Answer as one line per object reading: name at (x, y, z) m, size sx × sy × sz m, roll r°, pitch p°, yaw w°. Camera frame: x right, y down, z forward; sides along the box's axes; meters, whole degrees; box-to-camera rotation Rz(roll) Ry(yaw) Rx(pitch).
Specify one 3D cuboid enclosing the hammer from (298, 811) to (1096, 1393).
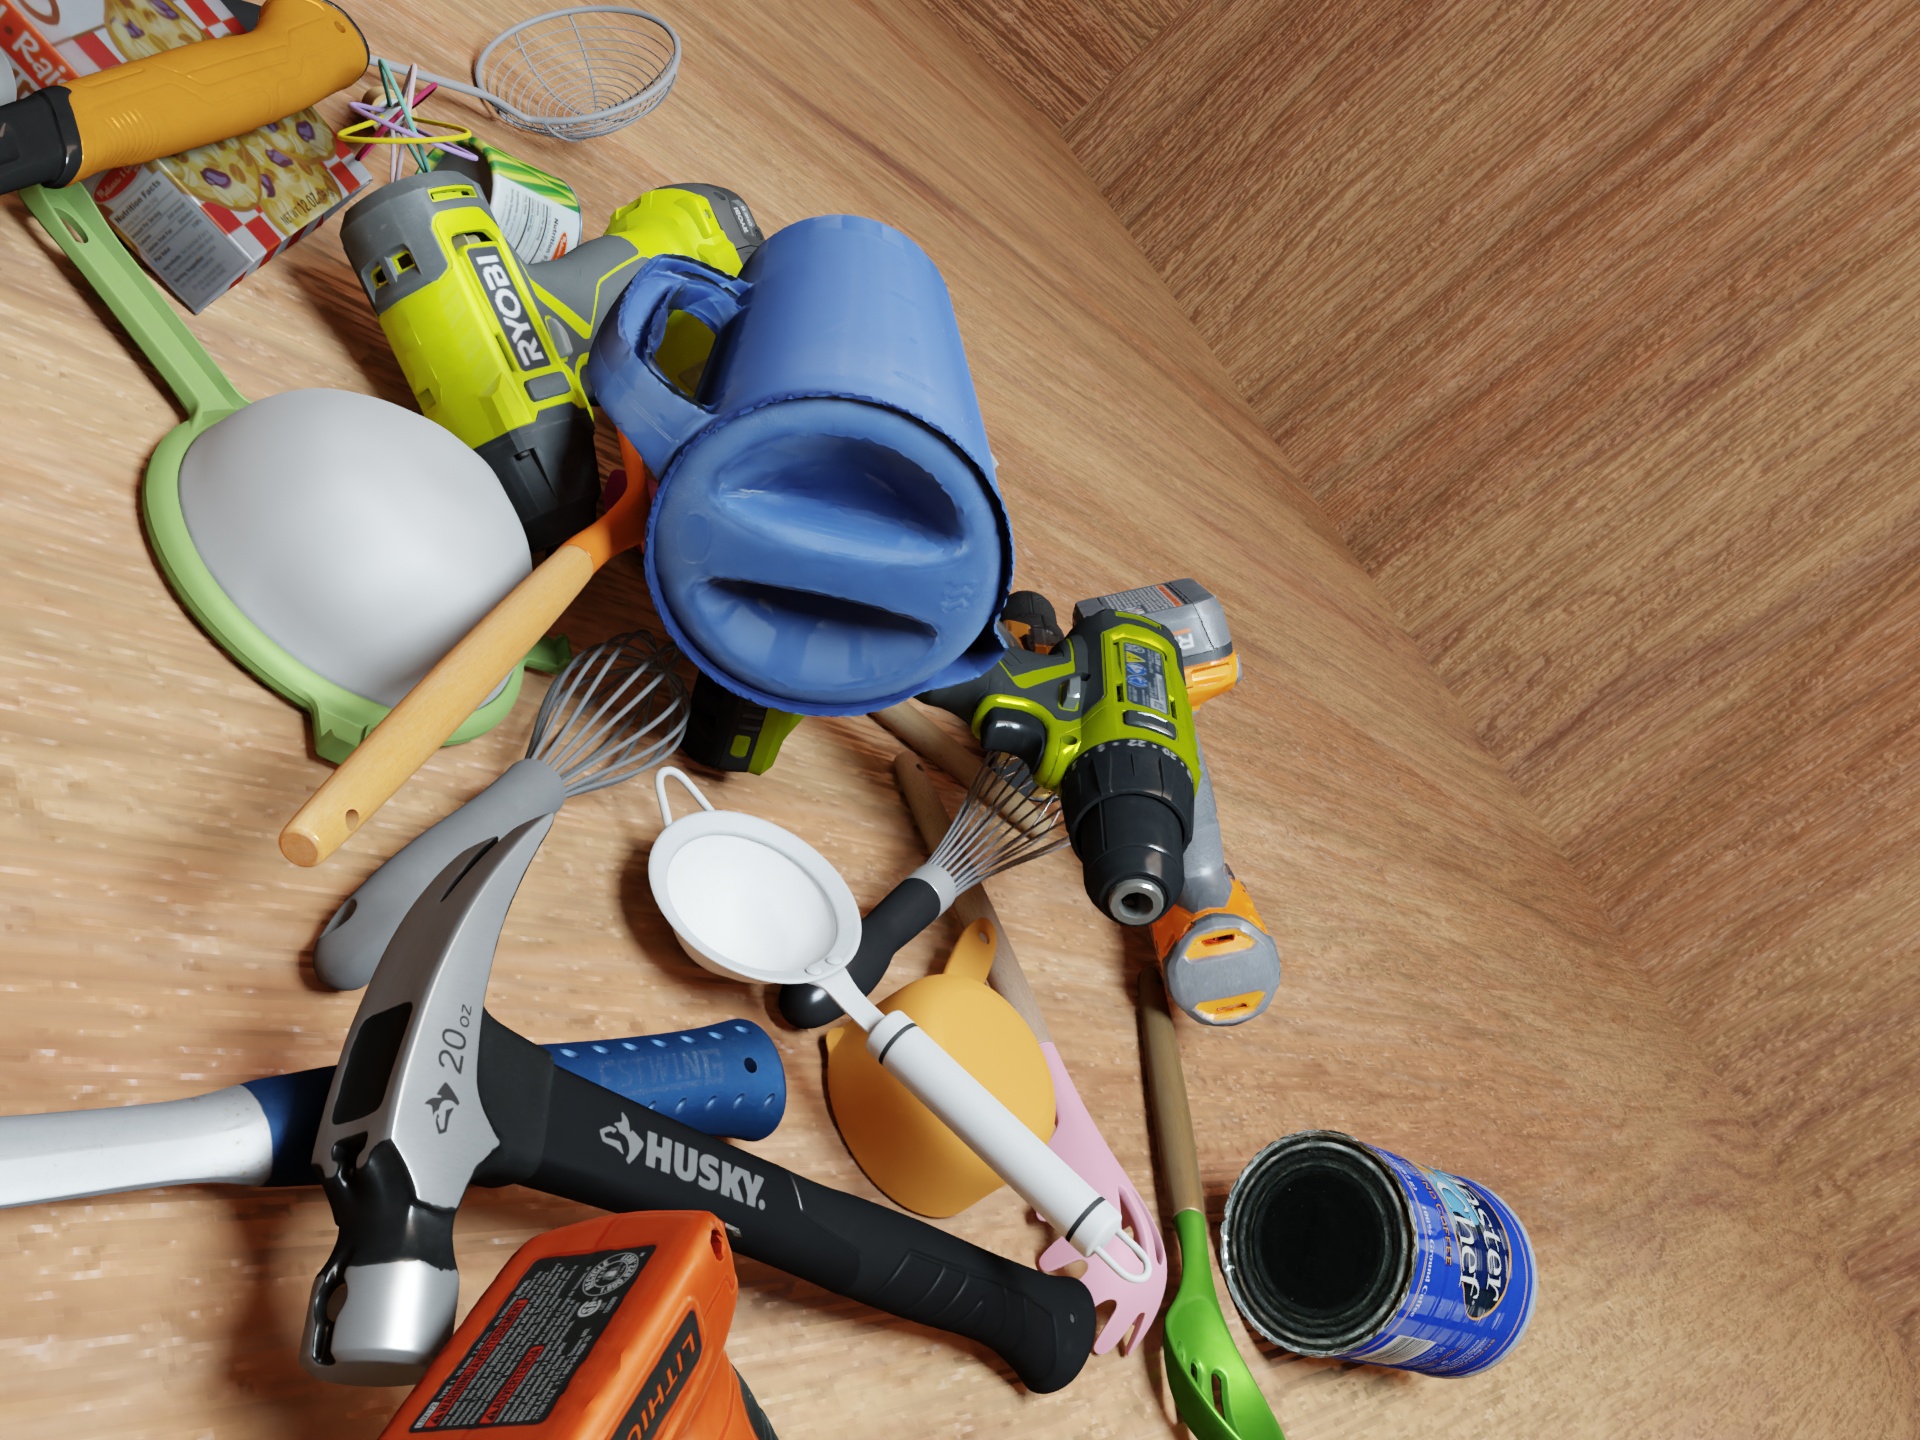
hammer at (-0.050, 0.152, 0.495) m, size 0.334 × 0.035 × 0.146 m, roll 40°, pitch 37°, yaw -45°

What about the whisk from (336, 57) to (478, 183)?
whisk at (-0.264, -0.278, 0.733) m, size 0.051 × 0.047 × 0.245 m, roll 59°, pitch -7°, yaw -31°

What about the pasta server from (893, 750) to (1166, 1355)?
pasta server at (0.021, 0.135, 0.739) m, size 0.060 × 0.040 × 0.317 m, roll 27°, pitch 28°, yaw -45°

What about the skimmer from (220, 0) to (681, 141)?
skimmer at (-0.288, -0.384, 0.873) m, size 0.127 × 0.090 × 0.363 m, roll 22°, pitch 18°, yaw 18°

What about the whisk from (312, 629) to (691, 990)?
whisk at (-0.152, 0.024, 0.555) m, size 0.055 × 0.055 × 0.239 m, roll 47°, pitch 26°, yaw -8°

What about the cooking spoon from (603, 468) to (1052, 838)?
cooking spoon at (-0.061, -0.025, 0.838) m, size 0.318 × 0.017 × 0.069 m, roll 38°, pitch 29°, yaw -27°

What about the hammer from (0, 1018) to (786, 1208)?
hammer at (-0.183, 0.096, 0.385) m, size 0.405 × 0.035 × 0.144 m, roll 13°, pitch 43°, yaw -57°

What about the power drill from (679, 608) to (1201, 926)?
power drill at (-0.001, -0.002, 0.708) m, size 0.228 × 0.080 × 0.191 m, roll 17°, pitch 34°, yaw -8°

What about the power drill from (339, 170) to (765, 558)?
power drill at (-0.164, -0.168, 0.743) m, size 0.223 × 0.080 × 0.171 m, roll -39°, pitch 108°, yaw -57°

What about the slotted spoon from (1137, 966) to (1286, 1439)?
slotted spoon at (0.108, 0.223, 0.766) m, size 0.070 × 0.031 × 0.314 m, roll 42°, pitch 21°, yaw -21°

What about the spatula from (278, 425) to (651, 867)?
spatula at (-0.149, -0.043, 0.542) m, size 0.323 × 0.041 × 0.081 m, roll -71°, pitch 157°, yaw -60°

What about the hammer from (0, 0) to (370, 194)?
hammer at (-0.285, -0.196, 0.539) m, size 0.127 × 0.034 × 0.337 m, roll 49°, pitch 27°, yaw -19°

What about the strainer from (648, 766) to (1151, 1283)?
strainer at (-0.032, 0.111, 0.575) m, size 0.259 × 0.050 × 0.087 m, roll 39°, pitch 31°, yaw 24°

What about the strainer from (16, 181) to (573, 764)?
strainer at (-0.235, -0.110, 0.566) m, size 0.256 × 0.069 × 0.151 m, roll 52°, pitch 22°, yaw -2°

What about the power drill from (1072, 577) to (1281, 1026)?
power drill at (0.122, 0.039, 0.900) m, size 0.164 × 0.084 × 0.226 m, roll -88°, pitch 166°, yaw -79°

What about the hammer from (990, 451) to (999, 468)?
hammer at (-0.084, -0.206, 1.061) m, size 0.146 × 0.038 × 0.410 m, roll 53°, pitch 22°, yaw 1°

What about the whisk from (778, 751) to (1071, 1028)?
whisk at (0.001, 0.066, 0.727) m, size 0.070 × 0.070 × 0.284 m, roll 51°, pitch 35°, yaw 1°

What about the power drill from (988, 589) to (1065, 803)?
power drill at (-0.006, -0.076, 0.950) m, size 0.226 × 0.084 × 0.186 m, roll 45°, pitch 22°, yaw -25°

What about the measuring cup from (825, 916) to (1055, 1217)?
measuring cup at (0.007, 0.124, 0.662) m, size 0.095 × 0.052 × 0.174 m, roll 46°, pitch 30°, yaw -11°
